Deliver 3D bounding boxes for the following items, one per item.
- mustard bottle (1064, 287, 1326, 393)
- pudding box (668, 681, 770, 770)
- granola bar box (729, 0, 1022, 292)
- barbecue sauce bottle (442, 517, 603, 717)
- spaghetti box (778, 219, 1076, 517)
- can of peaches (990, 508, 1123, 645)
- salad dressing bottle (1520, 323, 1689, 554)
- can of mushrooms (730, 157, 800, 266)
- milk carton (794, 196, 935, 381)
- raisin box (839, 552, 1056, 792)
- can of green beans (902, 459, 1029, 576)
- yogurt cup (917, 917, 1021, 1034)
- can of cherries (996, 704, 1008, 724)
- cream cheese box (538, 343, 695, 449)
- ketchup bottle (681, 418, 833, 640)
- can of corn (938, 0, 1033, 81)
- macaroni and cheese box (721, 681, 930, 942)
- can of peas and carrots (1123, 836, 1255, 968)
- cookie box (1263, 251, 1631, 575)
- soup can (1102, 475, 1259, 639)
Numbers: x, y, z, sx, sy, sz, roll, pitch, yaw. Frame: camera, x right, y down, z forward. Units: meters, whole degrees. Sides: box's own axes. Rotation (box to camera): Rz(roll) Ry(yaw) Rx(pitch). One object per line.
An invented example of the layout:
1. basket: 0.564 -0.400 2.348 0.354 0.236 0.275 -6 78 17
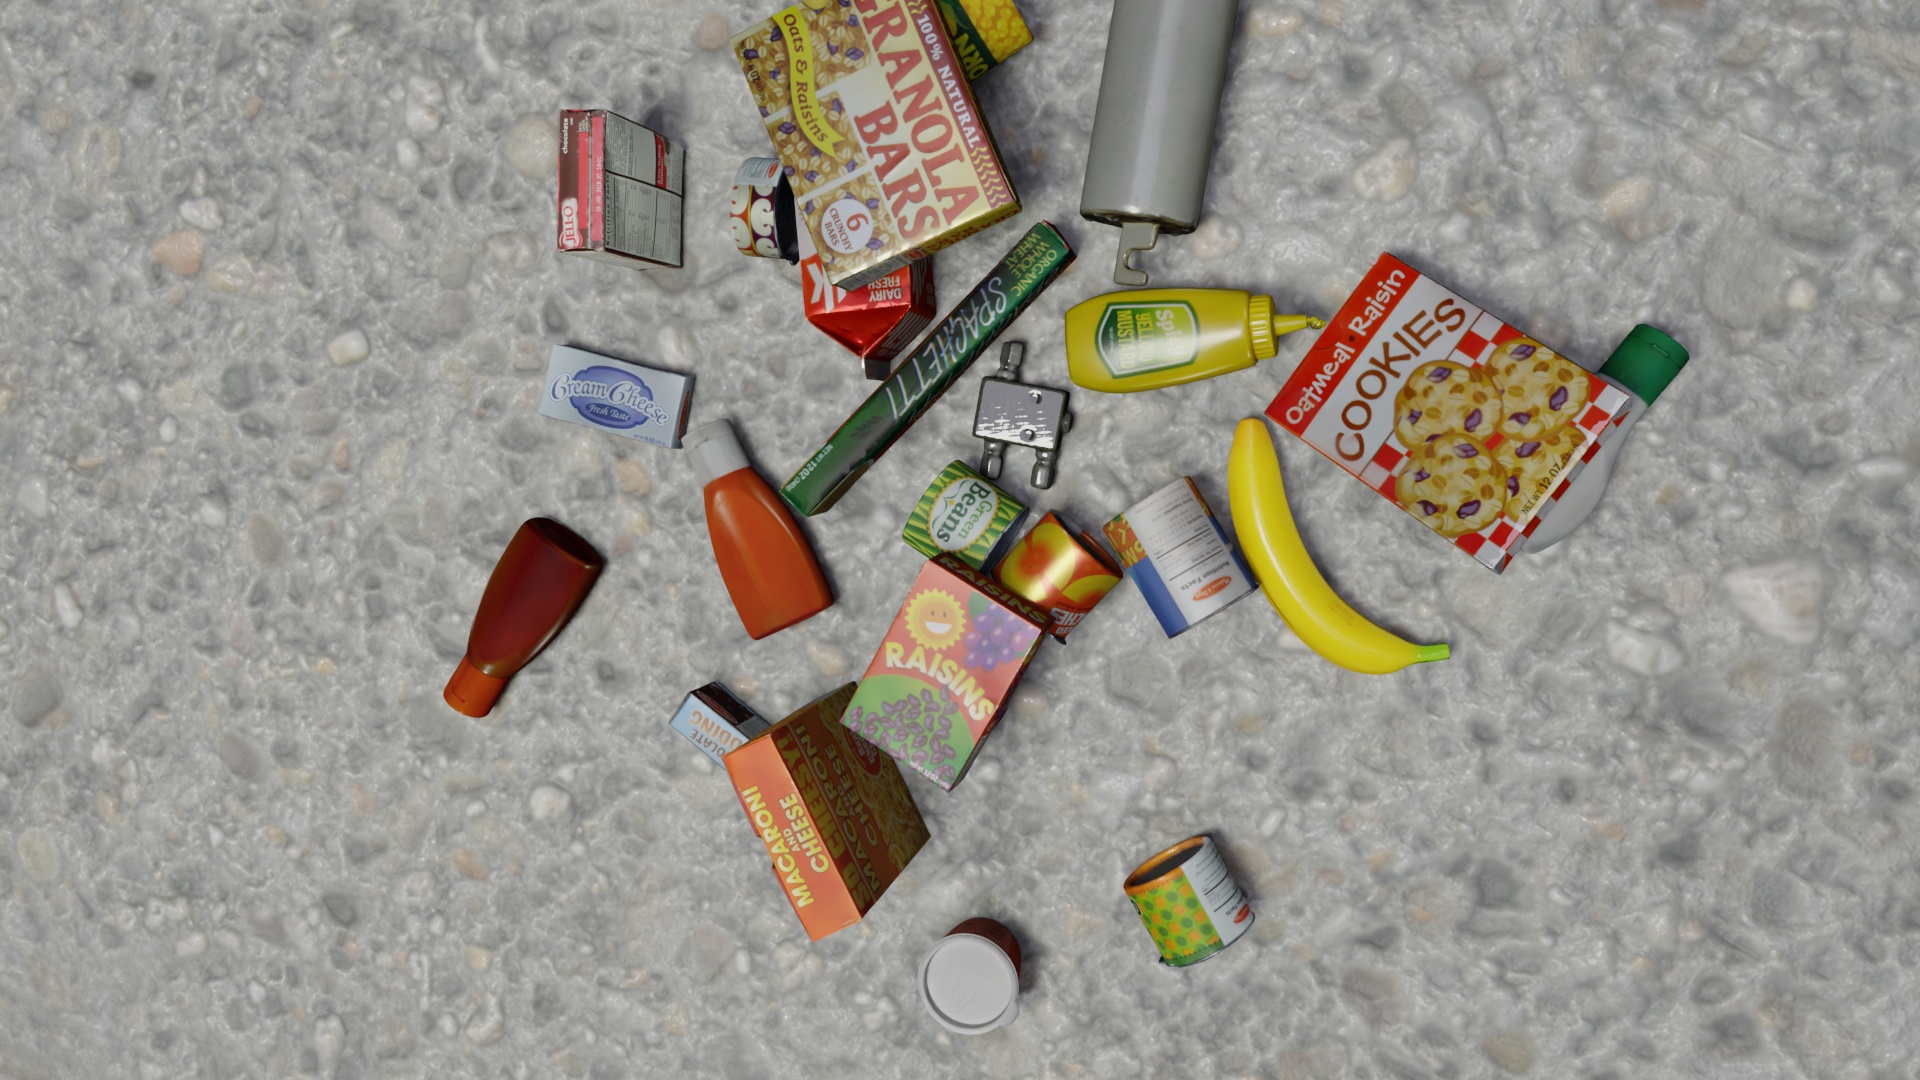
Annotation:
1. mustard bottle: 0.147 -0.130 0.871 0.160 0.049 0.065 -5 93 20
2. pudding box: -0.155 0.137 0.963 0.084 0.050 0.030 38 100 6
3. granola bar box: -0.051 -0.253 0.843 0.124 0.039 0.165 -23 89 11
4. barbecue sauce bottle: -0.319 0.059 0.996 0.065 0.044 0.148 36 101 8
5. spaghetti box: -0.021 -0.111 0.915 0.249 0.050 0.029 -44 87 12
6. can of peaches: 0.064 0.023 0.898 0.071 0.071 0.058 44 101 6
7. salad dressing bottle: 0.375 -0.061 0.838 0.064 0.044 0.147 40 100 11
8. can of mushrooms: -0.126 -0.218 0.922 0.033 0.071 0.071 7 96 12
9. milk carton: -0.062 -0.199 0.906 0.073 0.072 0.190 -4 94 12
10. raisin box: -0.008 0.081 0.868 0.086 0.040 0.123 31 105 11
11. can of green beans: 0.003 -0.011 0.909 0.058 0.071 0.071 35 101 8
12. yogurt cup: 0.010 0.290 0.937 0.072 0.054 0.072 1 95 12
13. can of cherries: -0.006 0.105 0.924 0.071 0.058 0.071 1 96 12
14. cream cheese box: -0.241 -0.102 0.977 0.104 0.024 0.053 14 96 11
15. ketchup bottle: -0.145 -0.010 0.953 0.064 0.043 0.149 -25 89 12
16. can of corn: 0.007 -0.329 0.884 0.058 0.071 0.071 -31 88 13
17. macaroni and cheese box: -0.081 0.168 0.889 0.040 0.167 0.123 -27 88 14
18. can of peas and carrots: 0.145 0.234 0.898 0.071 0.071 0.059 -30 87 13
19. cookie box: 0.288 -0.078 0.832 0.168 0.040 0.122 40 101 25
20. soup can: 0.138 0.011 0.882 0.071 0.071 0.084 -32 83 13
